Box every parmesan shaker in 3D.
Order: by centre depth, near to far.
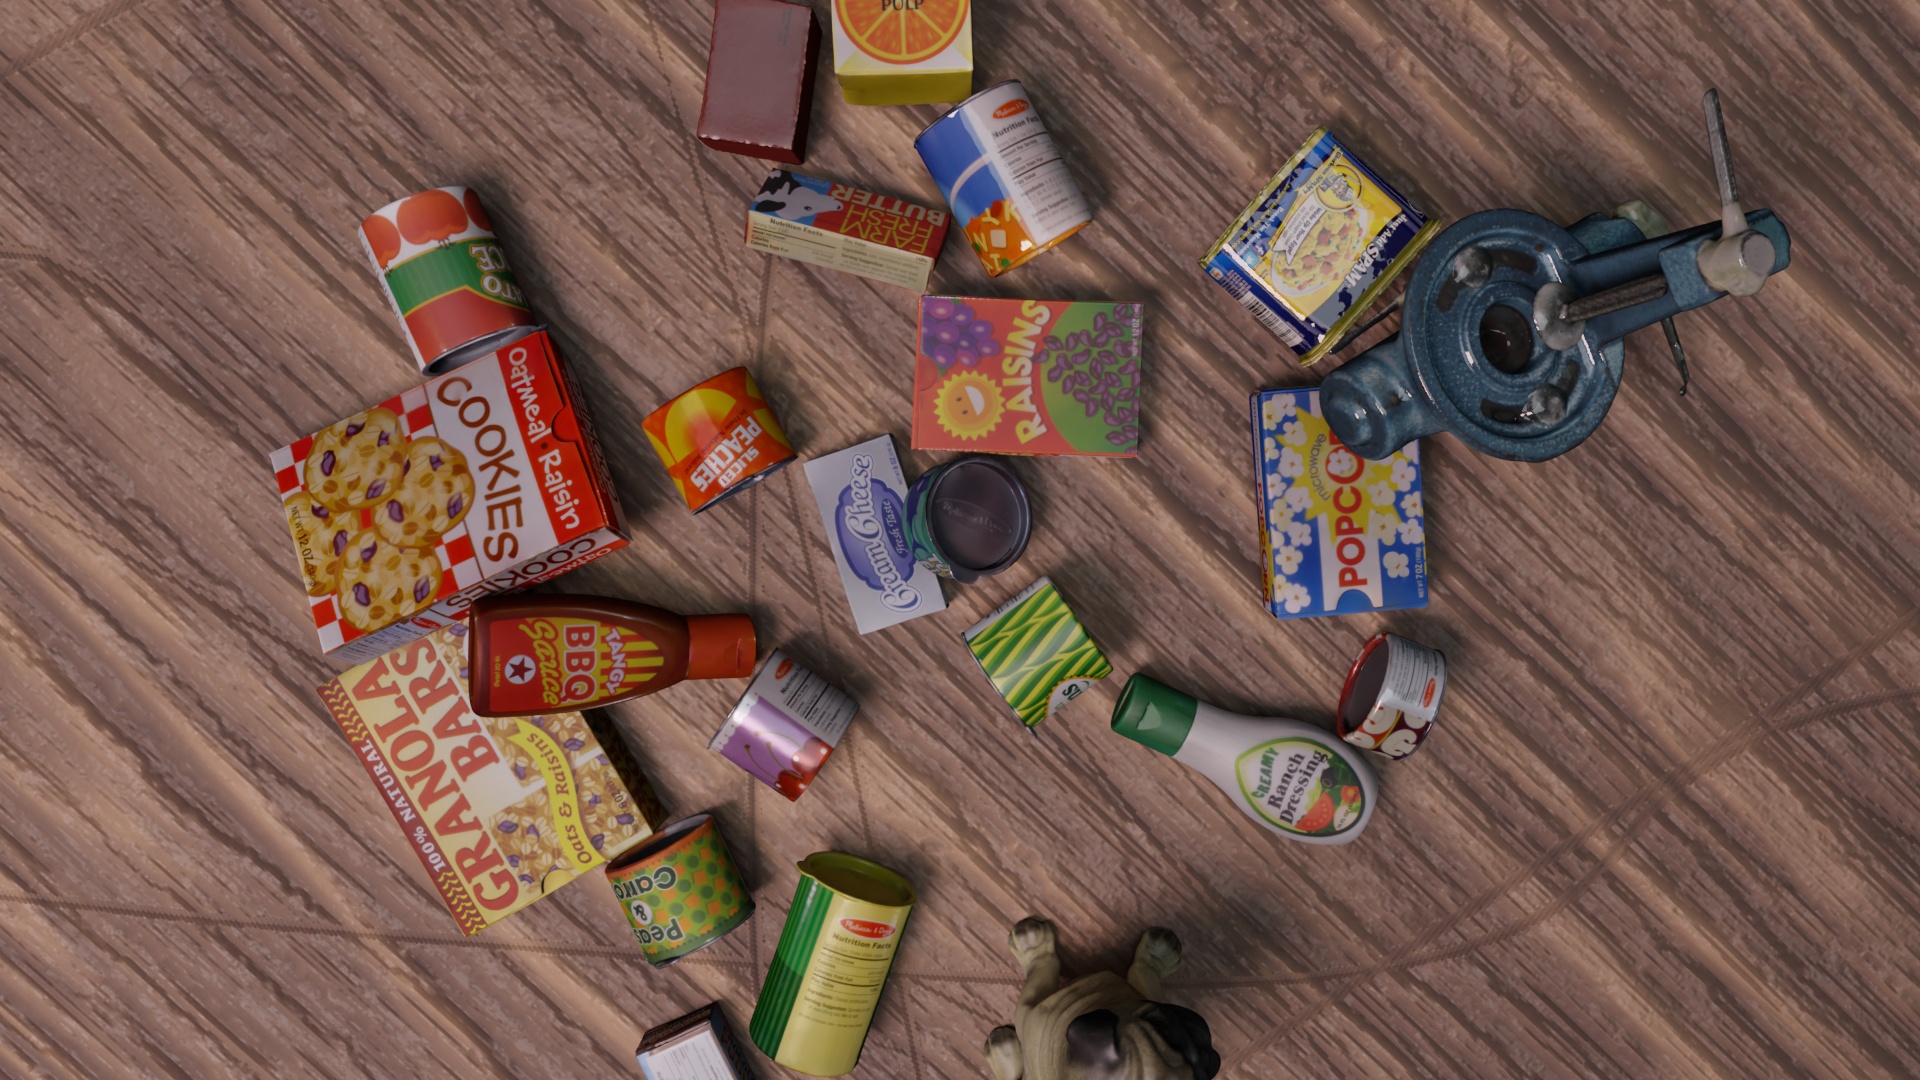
[{"bbox_3d":[-0.075,0.235,0.777,0.071,0.071,0.103,20,95,-1],"label":"parmesan shaker"}]

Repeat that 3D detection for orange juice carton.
[{"bbox_3d":[-0.033,-0.335,0.733,0.073,0.072,0.192,-2,95,0],"label":"orange juice carton"}]

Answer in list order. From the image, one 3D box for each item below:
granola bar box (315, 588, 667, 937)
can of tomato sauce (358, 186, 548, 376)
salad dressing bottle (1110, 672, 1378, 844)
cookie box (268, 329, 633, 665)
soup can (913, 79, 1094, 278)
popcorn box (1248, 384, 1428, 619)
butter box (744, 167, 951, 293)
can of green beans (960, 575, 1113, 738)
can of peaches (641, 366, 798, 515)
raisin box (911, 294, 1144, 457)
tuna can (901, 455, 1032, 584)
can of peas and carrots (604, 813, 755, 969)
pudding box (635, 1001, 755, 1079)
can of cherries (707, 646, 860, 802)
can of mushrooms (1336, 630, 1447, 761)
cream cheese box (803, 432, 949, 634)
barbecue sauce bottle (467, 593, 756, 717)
[{"bbox_3d":[-0.262,0.121,0.784,0.124,0.039,0.165,-30,93,3],"label":"granola bar box"},{"bbox_3d":[-0.274,-0.141,0.751,0.071,0.071,0.083,-24,93,2],"label":"can of tomato sauce"},{"bbox_3d":[0.158,0.120,0.779,0.148,0.044,0.064,24,97,-1],"label":"salad dressing bottle"},{"bbox_3d":[-0.276,-0.023,0.753,0.167,0.040,0.123,-24,73,2],"label":"cookie box"},{"bbox_3d":[0.022,-0.192,0.748,0.071,0.071,0.083,-30,95,3],"label":"soup can"},{"bbox_3d":[0.209,-0.024,0.771,0.085,0.038,0.126,-5,94,0],"label":"popcorn box"},{"bbox_3d":[-0.060,-0.168,0.754,0.103,0.053,0.024,14,133,-1],"label":"butter box"},{"bbox_3d":[0.043,0.061,0.764,0.058,0.071,0.071,-35,93,3],"label":"can of green beans"},{"bbox_3d":[-0.131,-0.055,0.754,0.071,0.071,0.058,-29,93,3],"label":"can of peaches"},{"bbox_3d":[0.037,-0.090,0.767,0.123,0.040,0.086,2,95,1],"label":"raisin box"},{"bbox_3d":[0.003,-0.010,0.762,0.071,0.032,0.071,3,83,-28],"label":"tuna can"},{"bbox_3d":[-0.158,0.194,0.773,0.071,0.071,0.058,-25,93,2],"label":"can of peas and carrots"},{"bbox_3d":[-0.147,0.317,0.802,0.050,0.030,0.083,-25,94,1],"label":"pudding box"},{"bbox_3d":[-0.098,0.104,0.770,0.058,0.071,0.071,34,94,-3],"label":"can of cherries"},{"bbox_3d":[0.236,0.086,0.767,0.033,0.071,0.071,21,94,-1],"label":"can of mushrooms"},{"bbox_3d":[-0.047,-0.003,0.781,0.053,0.024,0.103,-18,94,3],"label":"cream cheese box"},{"bbox_3d":[-0.187,0.060,0.752,0.149,0.044,0.064,-1,105,-24],"label":"barbecue sauce bottle"}]
